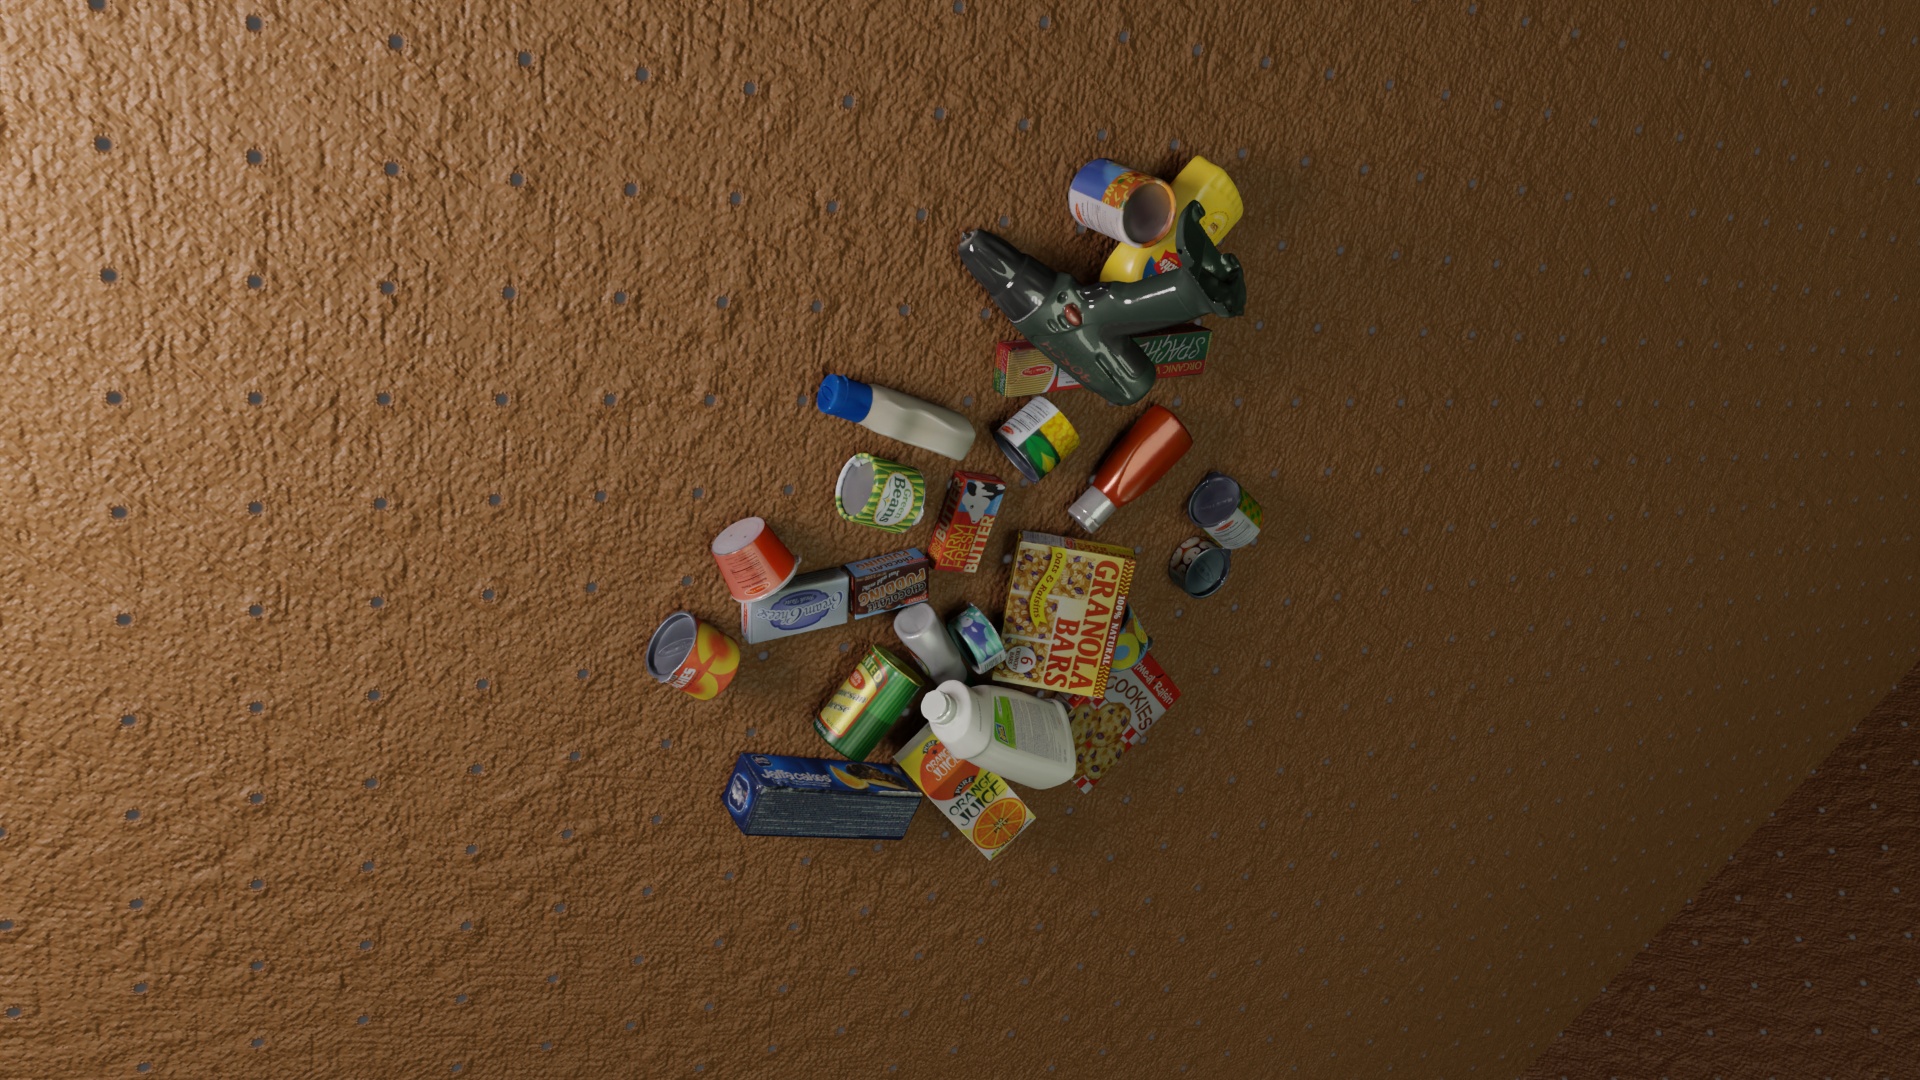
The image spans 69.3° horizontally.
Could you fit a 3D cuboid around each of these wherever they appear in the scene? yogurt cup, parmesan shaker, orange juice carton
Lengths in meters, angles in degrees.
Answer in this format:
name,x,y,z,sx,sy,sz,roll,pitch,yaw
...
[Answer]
name,x,y,z,sx,sy,sz,roll,pitch,yaw
yogurt cup,-0.190,0.016,1.262,0.072,0.072,0.053,-35,121,-12
parmesan shaker,-0.092,0.166,1.403,0.103,0.071,0.071,-52,131,2
orange juice carton,-0.001,0.261,1.515,0.072,0.073,0.192,-42,130,-6

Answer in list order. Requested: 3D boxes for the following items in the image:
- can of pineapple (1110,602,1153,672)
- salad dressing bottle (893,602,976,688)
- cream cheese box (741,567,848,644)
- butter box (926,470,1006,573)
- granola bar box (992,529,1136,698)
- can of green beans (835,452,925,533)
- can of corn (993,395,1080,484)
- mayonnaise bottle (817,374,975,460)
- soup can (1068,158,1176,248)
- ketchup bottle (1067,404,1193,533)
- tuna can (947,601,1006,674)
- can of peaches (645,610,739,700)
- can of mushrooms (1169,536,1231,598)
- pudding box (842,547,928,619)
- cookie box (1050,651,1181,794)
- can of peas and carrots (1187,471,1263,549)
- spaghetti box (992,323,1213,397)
name,x,y,z,sx,sy,sz,roll,pitch,yaw
can of pineapple,0.171,0.103,1.545,0.071,0.071,0.057,-39,130,-9
salad dressing bottle,-0.022,0.122,1.436,0.044,0.064,0.147,-33,137,-4
cream cheese box,-0.158,0.062,1.333,0.104,0.024,0.053,-11,121,-28
butter box,0.005,-0.018,1.397,0.053,0.024,0.103,7,111,-36
granola bar box,0.108,0.078,1.472,0.124,0.039,0.164,10,113,-2
can of green beans,-0.075,-0.044,1.301,0.058,0.071,0.071,16,106,-38
can of corn,0.077,-0.099,1.372,0.058,0.071,0.071,-42,130,-7
mayonnaise bottle,-0.060,-0.115,1.278,0.148,0.065,0.041,15,110,-34
soup can,0.152,-0.315,1.290,0.071,0.084,0.071,-16,122,-26
ketchup bottle,0.177,-0.072,1.468,0.149,0.043,0.064,-46,130,-3
tuna can,0.015,0.102,1.445,0.033,0.071,0.070,-32,128,-13
can of peaches,-0.245,0.108,1.272,0.071,0.071,0.058,-52,132,2
can of mushrooms,0.276,0.029,1.596,0.071,0.033,0.070,-15,122,-25
pudding box,-0.074,0.042,1.374,0.084,0.030,0.049,-13,122,-27
cookie box,0.166,0.199,1.612,0.167,0.040,0.122,-45,131,-4
can of peas and carrots,0.297,-0.033,1.556,0.071,0.071,0.058,-52,131,2
spaghetti box,0.146,-0.183,1.396,0.251,0.029,0.050,-10,120,-29
